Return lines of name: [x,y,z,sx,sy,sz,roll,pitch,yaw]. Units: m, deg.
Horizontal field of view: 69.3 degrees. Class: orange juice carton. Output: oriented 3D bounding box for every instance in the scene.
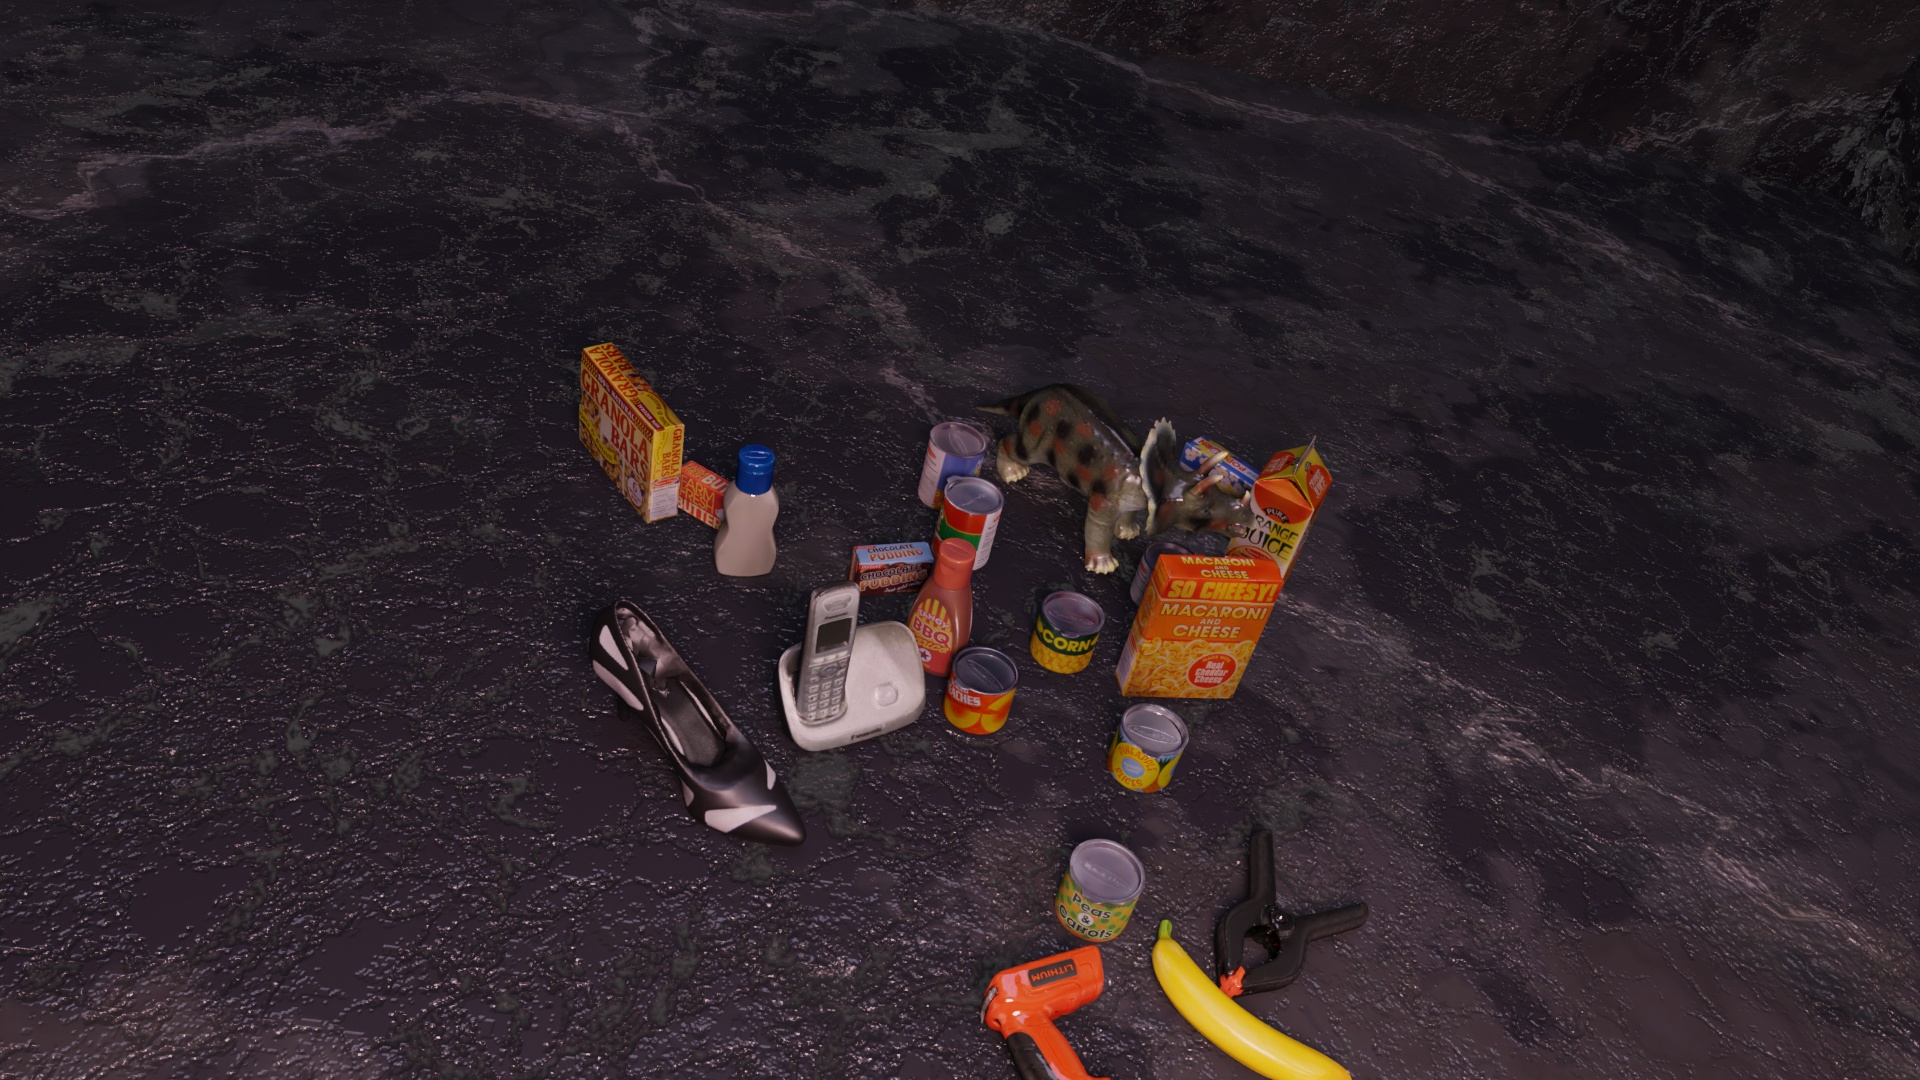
orange juice carton: [0.354,-0.025,1.553,0.073,0.191,0.072,27,40,16]

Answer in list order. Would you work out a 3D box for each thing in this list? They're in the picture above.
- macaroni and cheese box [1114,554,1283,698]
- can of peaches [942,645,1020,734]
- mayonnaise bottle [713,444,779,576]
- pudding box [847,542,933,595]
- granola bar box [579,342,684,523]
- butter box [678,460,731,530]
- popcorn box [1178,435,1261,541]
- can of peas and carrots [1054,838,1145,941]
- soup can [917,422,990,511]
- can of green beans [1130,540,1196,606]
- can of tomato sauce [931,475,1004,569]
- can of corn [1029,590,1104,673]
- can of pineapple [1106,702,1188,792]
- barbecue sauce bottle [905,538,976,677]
macaroni and cheese box: [0.237,0.088,1.399,0.124,0.165,0.040,3,40,-14]
can of peaches: [0.017,0.146,1.345,0.071,0.057,0.071,9,39,-7]
mayonnaise bottle: [-0.215,-0.029,1.415,0.065,0.147,0.041,0,40,-17]
pudding box: [-0.074,0.030,1.466,0.084,0.049,0.030,-3,41,-20]
granola bar box: [-0.358,-0.117,1.497,0.039,0.123,0.166,-18,49,-35]
butter box: [-0.259,-0.040,1.490,0.103,0.052,0.024,29,41,18]
popcorn box: [0.317,-0.057,1.666,0.127,0.084,0.038,38,44,27]
can of peas and carrots: [0.118,0.301,1.186,0.071,0.058,0.071,9,39,-7]
soup can: [-0.007,-0.083,1.598,0.071,0.083,0.072,9,39,-7]
can of green beans: [0.227,0.043,1.537,0.071,0.057,0.071,9,39,-7]
can of tomato sauce: [0.005,-0.019,1.524,0.071,0.082,0.071,9,39,-7]
can of corn: [0.109,0.097,1.434,0.071,0.058,0.071,9,39,-7]
can of pineapple: [0.177,0.200,1.329,0.071,0.057,0.071,9,39,-7]
barbecue sauce bottle: [-0.016,0.064,1.363,0.065,0.147,0.044,28,40,17]
